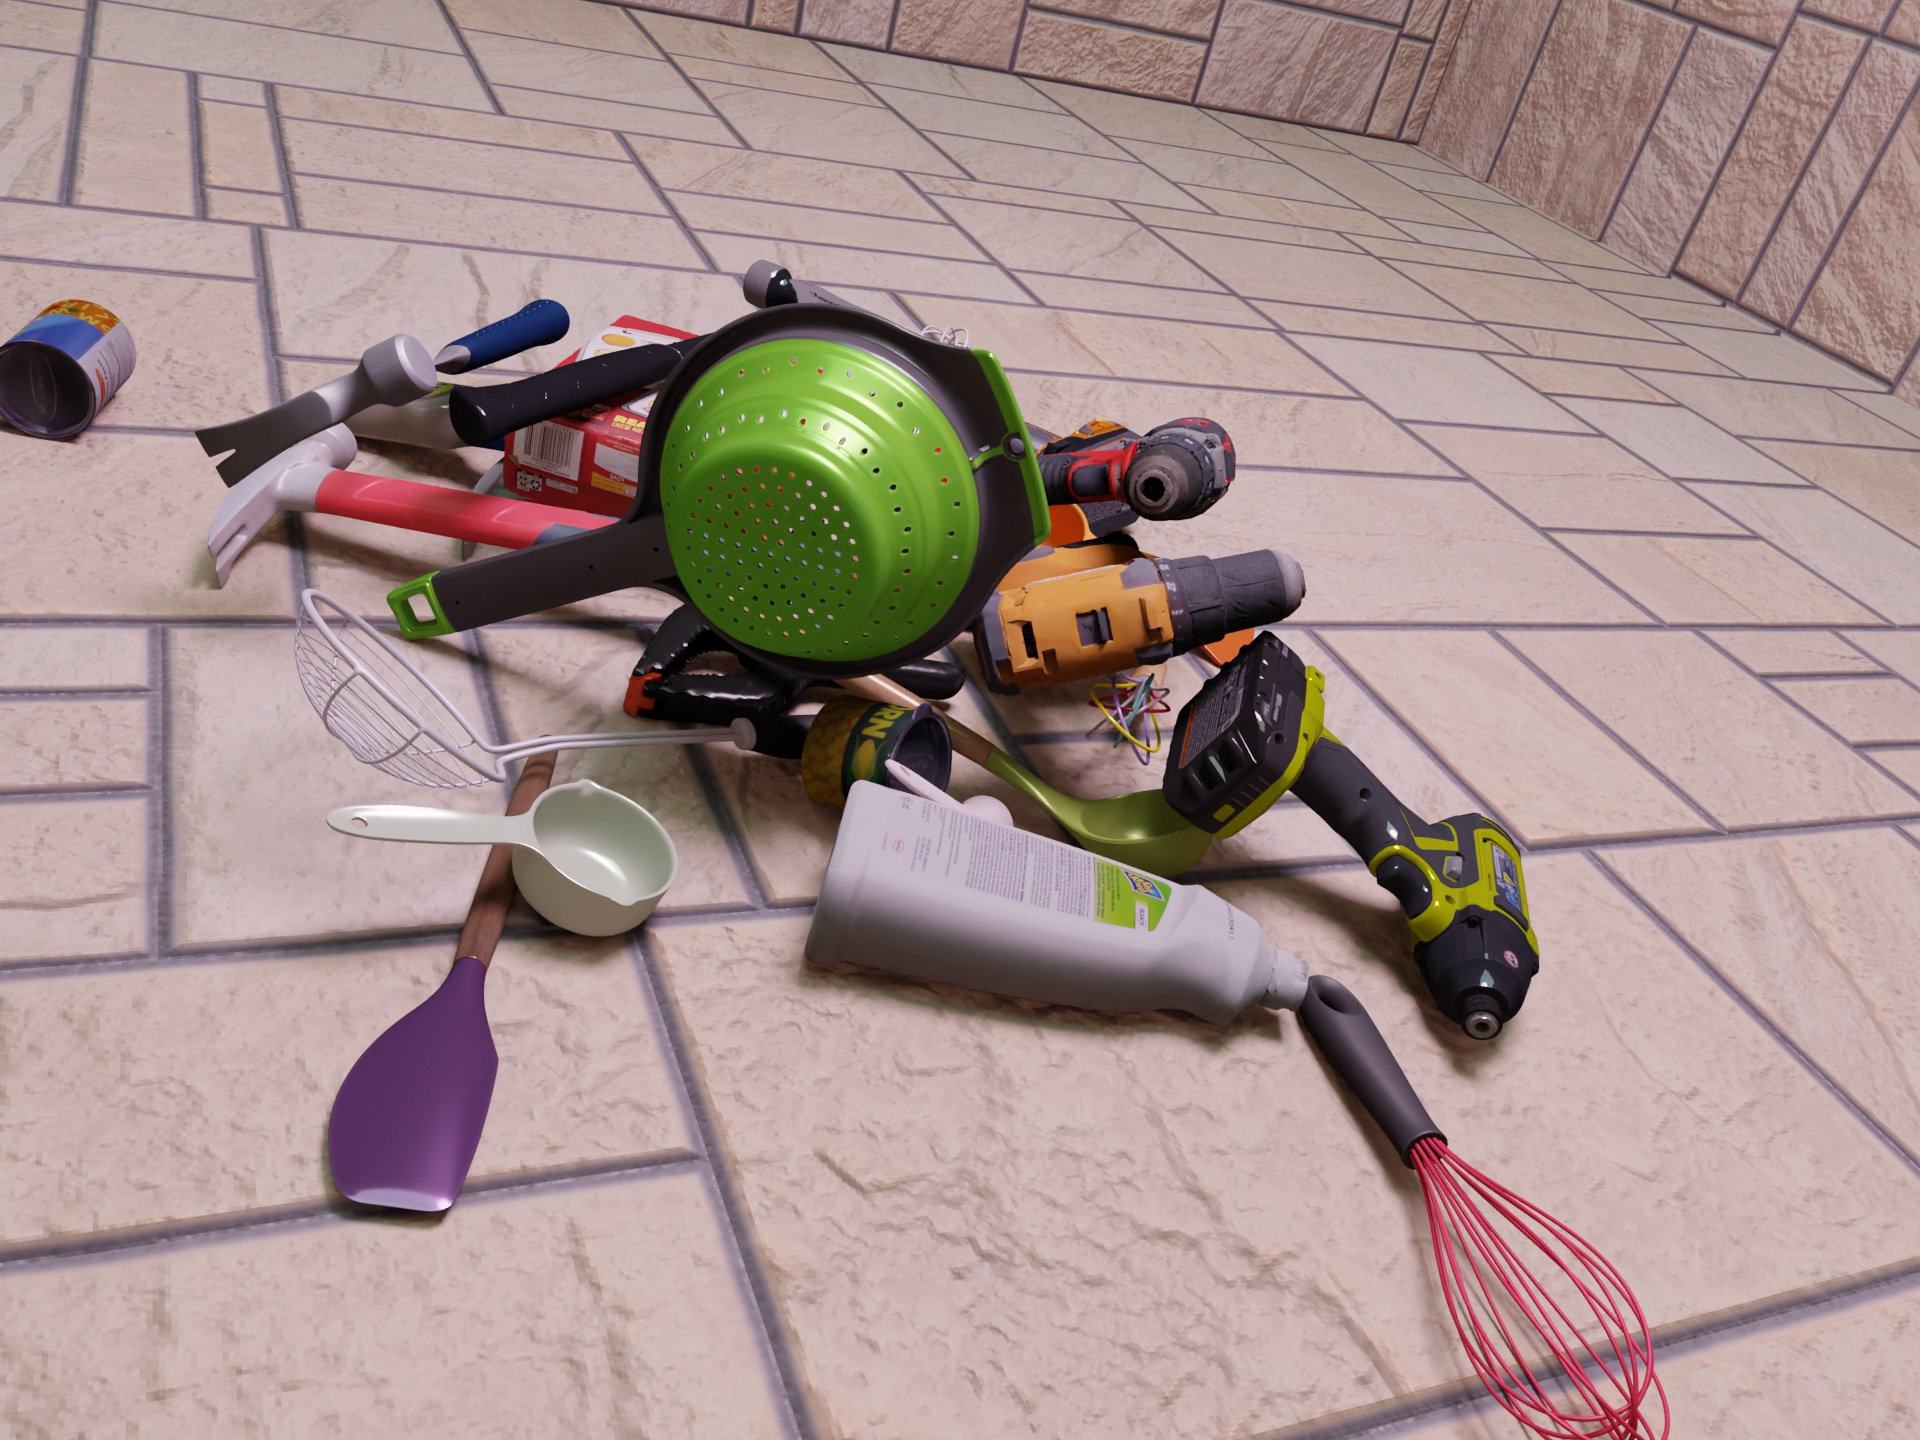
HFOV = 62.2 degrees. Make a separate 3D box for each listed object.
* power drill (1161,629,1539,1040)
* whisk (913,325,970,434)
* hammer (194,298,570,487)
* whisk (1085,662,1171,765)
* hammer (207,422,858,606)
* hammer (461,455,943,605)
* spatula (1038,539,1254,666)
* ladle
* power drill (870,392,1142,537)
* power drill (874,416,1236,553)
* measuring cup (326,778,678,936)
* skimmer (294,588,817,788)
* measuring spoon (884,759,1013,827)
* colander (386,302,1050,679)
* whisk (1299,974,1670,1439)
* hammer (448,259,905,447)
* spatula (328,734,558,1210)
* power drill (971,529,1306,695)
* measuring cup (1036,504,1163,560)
[{"bbox_3d":[0.223,0.066,0.876,0.223,0.080,0.171,39,30,-8],"label":"power drill"},{"bbox_3d":[-0.036,-0.214,1.213,0.057,0.059,0.246,38,51,-29],"label":"whisk"},{"bbox_3d":[-0.336,-0.229,1.020,0.144,0.035,0.406,-21,18,11],"label":"hammer"},{"bbox_3d":[0.110,-0.020,0.989,0.047,0.051,0.245,16,12,7],"label":"whisk"},{"bbox_3d":[-0.247,-0.105,0.961,0.386,0.038,0.143,10,43,4],"label":"hammer"},{"bbox_3d":[-0.149,-0.116,1.089,0.359,0.036,0.149,13,32,-3],"label":"hammer"},{"bbox_3d":[0.070,-0.122,1.210,0.323,0.041,0.081,20,32,15],"label":"spatula"},{"bbox_3d":[-0.001,-0.003,0.912,0.320,0.062,0.078,31,26,6],"label":"ladle"},{"bbox_3d":[0.025,-0.221,1.294,0.227,0.084,0.164,31,37,30],"label":"power drill"},{"bbox_3d":[0.060,-0.151,1.022,0.227,0.080,0.188,-3,14,17],"label":"power drill"},{"bbox_3d":[-0.214,0.064,0.740,0.167,0.038,0.083,9,38,-37],"label":"measuring cup"},{"bbox_3d":[-0.164,-0.016,0.845,0.363,0.090,0.127,-2,27,-36],"label":"skimmer"},{"bbox_3d":[-0.003,0.039,0.861,0.034,0.018,0.124,52,10,34],"label":"measuring spoon"},{"bbox_3d":[-0.156,-0.085,0.836,0.397,0.204,0.094,-12,22,20],"label":"colander"},{"bbox_3d":[0.222,0.210,0.725,0.073,0.073,0.296,5,26,-17],"label":"whisk"},{"bbox_3d":[-0.186,-0.244,1.071,0.149,0.036,0.409,26,33,18],"label":"hammer"},{"bbox_3d":[-0.223,0.097,0.735,0.059,0.018,0.316,11,32,-8],"label":"spatula"},{"bbox_3d":[0.094,-0.070,0.961,0.185,0.084,0.226,-12,7,-1],"label":"power drill"},{"bbox_3d":[0.086,-0.109,1.143,0.174,0.052,0.095,19,52,13],"label":"measuring cup"}]
